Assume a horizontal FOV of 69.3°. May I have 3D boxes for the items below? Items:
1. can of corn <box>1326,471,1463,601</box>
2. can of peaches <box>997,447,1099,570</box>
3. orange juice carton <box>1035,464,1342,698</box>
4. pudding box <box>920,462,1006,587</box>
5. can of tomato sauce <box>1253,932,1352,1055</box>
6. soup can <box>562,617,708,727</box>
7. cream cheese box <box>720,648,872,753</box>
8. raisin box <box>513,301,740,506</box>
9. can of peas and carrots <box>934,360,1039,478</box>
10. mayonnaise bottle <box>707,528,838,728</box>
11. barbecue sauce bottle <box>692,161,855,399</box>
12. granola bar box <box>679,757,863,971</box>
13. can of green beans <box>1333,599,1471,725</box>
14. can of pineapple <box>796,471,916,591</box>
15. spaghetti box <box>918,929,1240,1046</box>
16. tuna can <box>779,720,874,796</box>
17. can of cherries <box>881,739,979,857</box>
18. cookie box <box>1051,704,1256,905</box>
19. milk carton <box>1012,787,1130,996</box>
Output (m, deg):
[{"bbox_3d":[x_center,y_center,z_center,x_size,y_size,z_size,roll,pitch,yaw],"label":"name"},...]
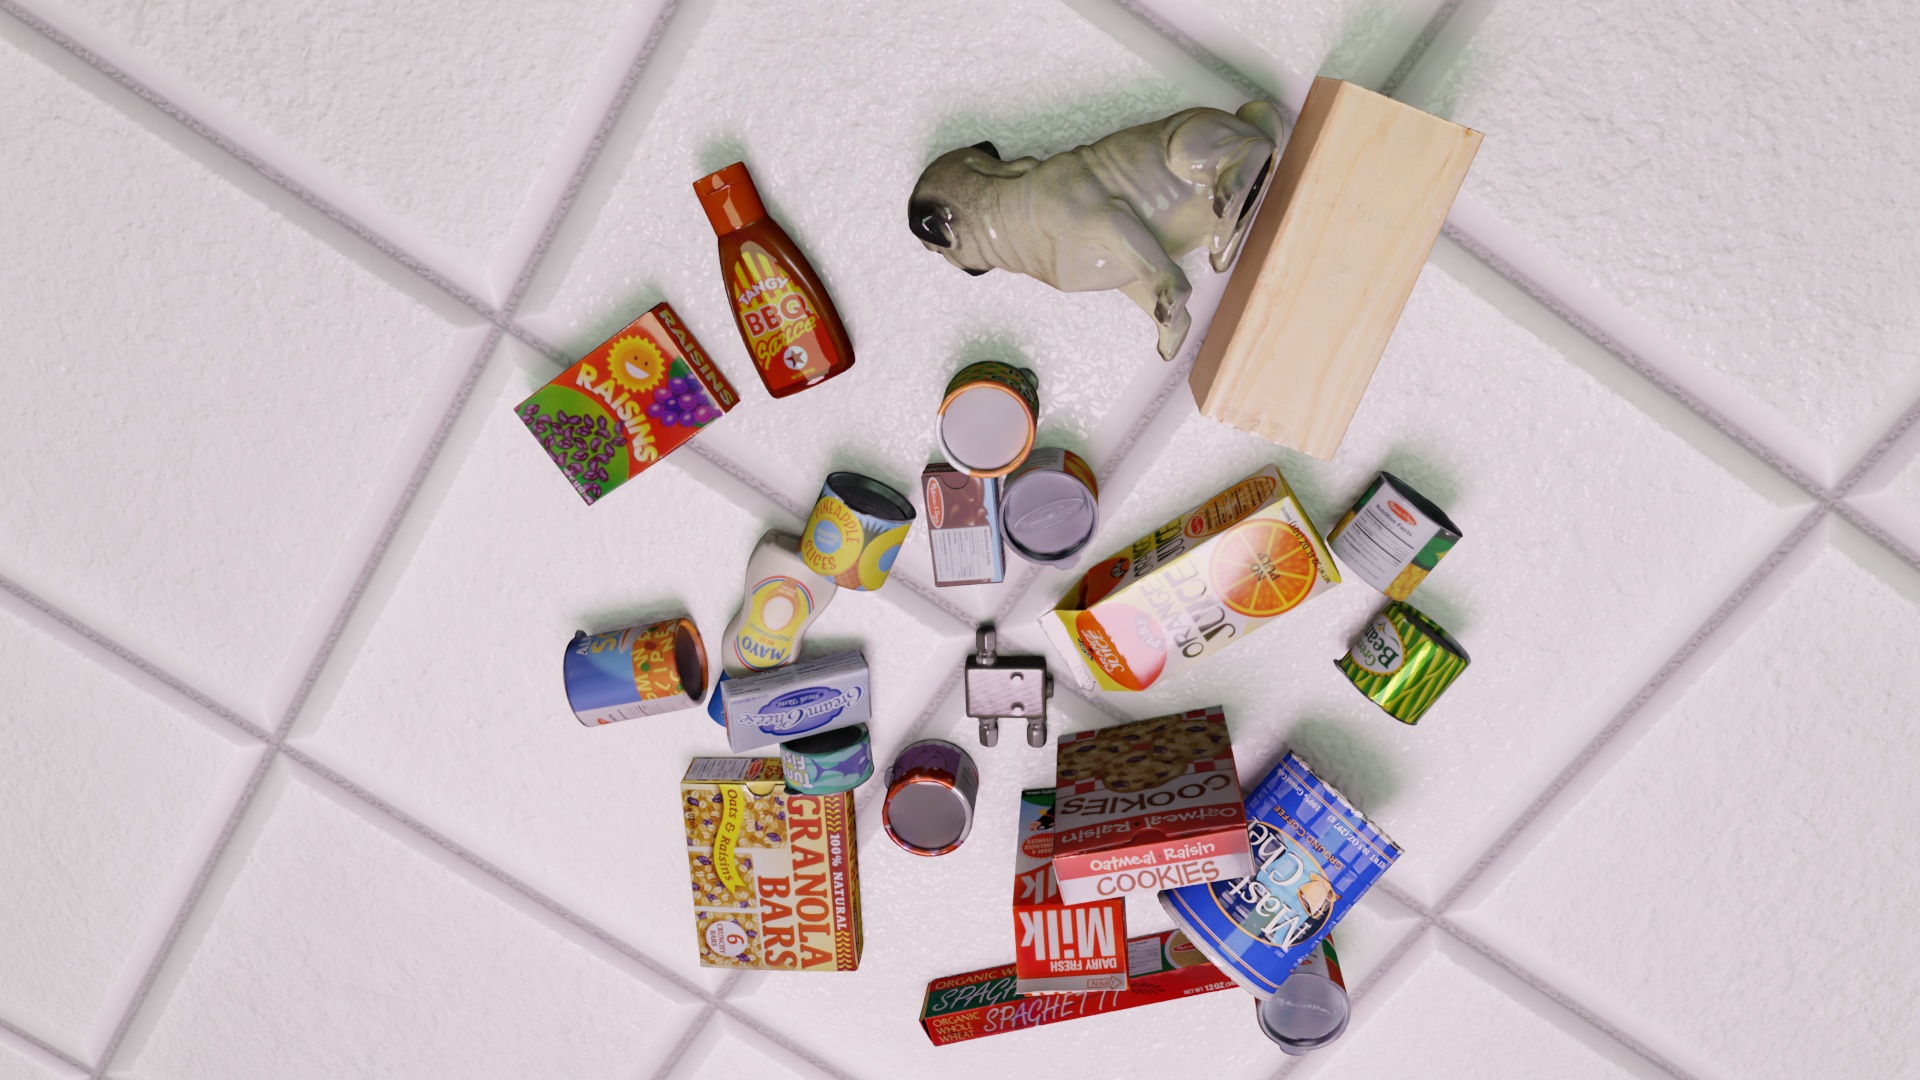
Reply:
[{"bbox_3d":[0.285,-0.002,0.914,0.071,0.071,0.058,34,110,-7],"label":"can of corn"},{"bbox_3d":[0.060,-0.022,0.930,0.071,0.058,0.071,1,110,4],"label":"can of peaches"},{"bbox_3d":[0.149,0.034,0.934,0.192,0.073,0.071,-31,104,15],"label":"orange juice carton"},{"bbox_3d":[0.003,-0.012,0.954,0.050,0.030,0.083,-4,109,8],"label":"pudding box"},{"bbox_3d":[0.247,0.321,1.019,0.071,0.083,0.071,2,110,5],"label":"can of tomato sauce"},{"bbox_3d":[-0.231,0.091,0.994,0.084,0.071,0.071,-11,108,9],"label":"soup can"},{"bbox_3d":[-0.115,0.114,0.984,0.104,0.024,0.053,-12,130,-16],"label":"cream cheese box"},{"bbox_3d":[-0.226,-0.092,0.943,0.123,0.040,0.086,-32,103,16],"label":"raisin box"},{"bbox_3d":[0.020,-0.081,0.913,0.071,0.059,0.070,2,110,5],"label":"can of peas and carrots"},{"bbox_3d":[-0.138,0.067,0.988,0.065,0.041,0.147,22,110,-11],"label":"mayonnaise bottle"},{"bbox_3d":[-0.125,-0.170,0.904,0.065,0.044,0.148,-21,106,13],"label":"barbecue sauce bottle"},{"bbox_3d":[-0.141,0.247,1.053,0.124,0.039,0.165,0,109,5],"label":"granola bar box"},{"bbox_3d":[0.300,0.082,0.940,0.071,0.071,0.057,33,109,-7],"label":"can of green beans"},{"bbox_3d":[-0.072,-0.006,0.942,0.071,0.071,0.057,24,110,-3],"label":"can of pineapple"},{"bbox_3d":[0.092,0.337,1.057,0.250,0.050,0.028,-15,106,11],"label":"spaghetti box"},{"bbox_3d":[-0.099,0.155,1.001,0.071,0.071,0.032,-4,108,7],"label":"tuna can"},{"bbox_3d":[-0.024,0.188,1.011,0.071,0.058,0.071,2,109,4],"label":"can of cherries"},{"bbox_3d":[0.126,0.173,0.934,0.123,0.168,0.040,-12,107,9],"label":"cookie box"},{"bbox_3d":[0.077,0.247,0.952,0.072,0.191,0.073,-6,109,8],"label":"milk carton"}]
